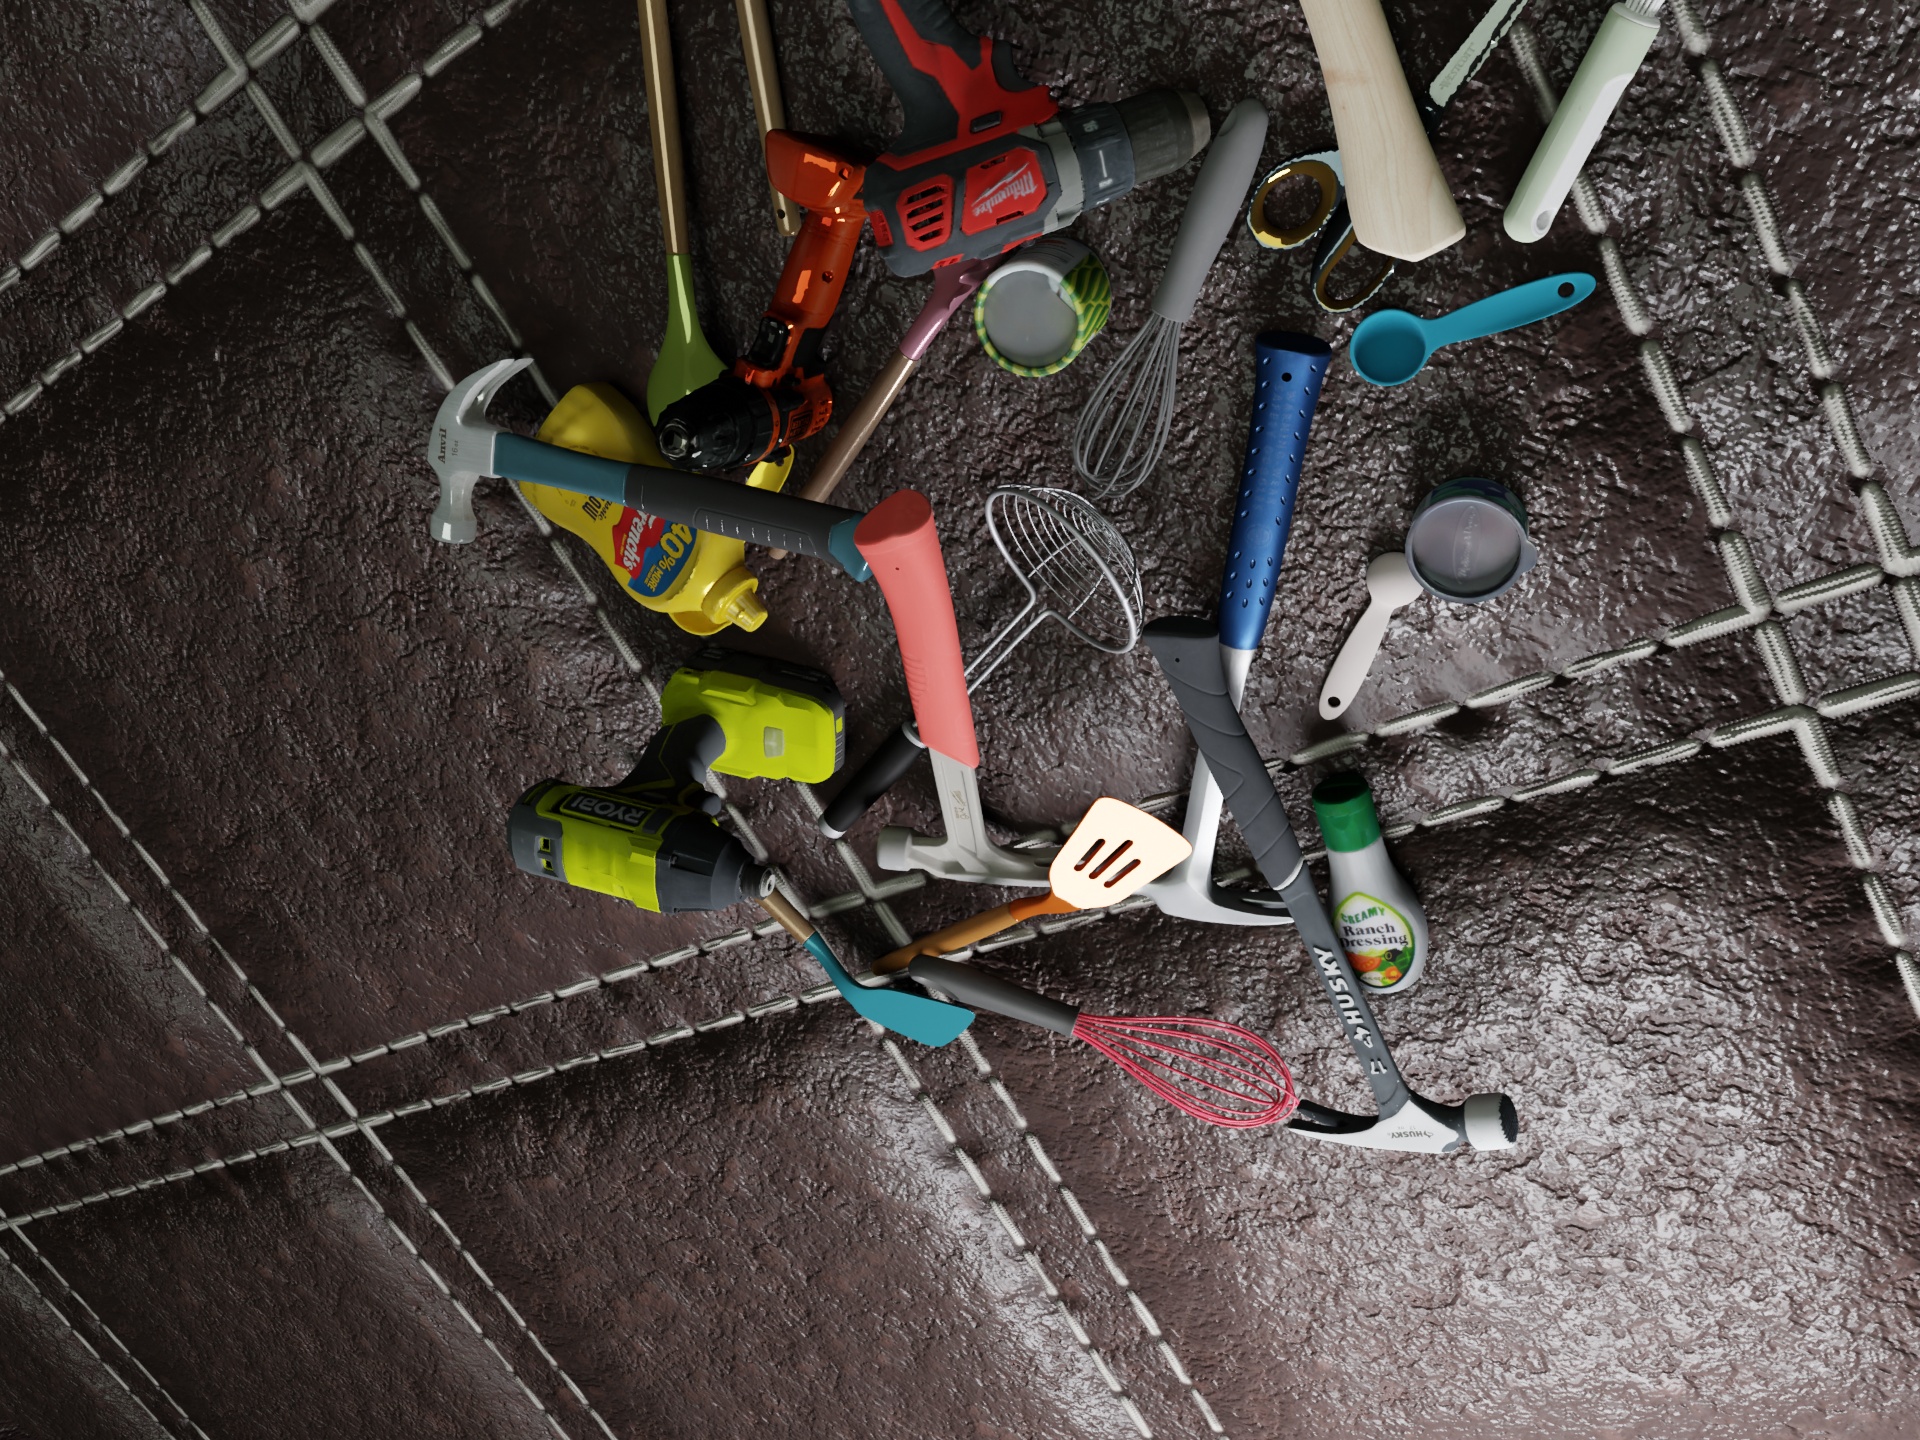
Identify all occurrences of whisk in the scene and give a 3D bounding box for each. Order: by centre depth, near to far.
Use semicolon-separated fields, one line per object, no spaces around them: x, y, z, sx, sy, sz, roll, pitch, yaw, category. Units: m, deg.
0.321;-0.337;0.744;0.059;0.057;0.246;51;138;32;whisk
0.118;-0.229;0.892;0.055;0.055;0.238;25;122;7;whisk
0.101;0.224;1.148;0.296;0.073;0.073;18;124;8;whisk

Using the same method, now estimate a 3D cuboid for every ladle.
-0.169;-0.314;0.969;0.078;0.062;0.320;5;114;17;ladle

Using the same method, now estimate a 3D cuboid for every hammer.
0.158;-0.419;0.756;0.146;0.038;0.410;-20;107;29;hammer
0.176;-0.038;0.987;0.144;0.035;0.405;15;123;14;hammer
-0.002;-0.003;0.991;0.149;0.037;0.358;3;143;10;hammer
-0.193;-0.142;0.993;0.331;0.033;0.128;16;110;19;hammer
0.213;0.113;1.013;0.149;0.036;0.408;-15;110;37;hammer

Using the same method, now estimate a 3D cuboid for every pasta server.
-0.051;-0.209;0.978;0.040;0.060;0.316;8;139;-35;pasta server

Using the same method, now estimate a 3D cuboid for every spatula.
0.028;0.132;1.122;0.081;0.041;0.322;30;145;-23;spatula
-0.127;0.141;1.213;0.317;0.044;0.082;44;144;5;spatula

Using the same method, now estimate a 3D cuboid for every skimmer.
-0.010;-0.016;1.042;0.127;0.090;0.363;47;127;4;skimmer

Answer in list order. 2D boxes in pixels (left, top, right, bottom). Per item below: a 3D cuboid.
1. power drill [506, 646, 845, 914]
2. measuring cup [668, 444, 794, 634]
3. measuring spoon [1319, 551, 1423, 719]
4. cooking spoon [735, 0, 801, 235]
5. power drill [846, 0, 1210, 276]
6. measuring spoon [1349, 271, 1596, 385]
-0.169;0.043;1.061;0.171;0.223;0.080;12;123;15;power drill
-0.149;-0.126;1.081;0.062;0.029;0.156;39;114;6;measuring cup
0.245;-0.046;0.964;0.034;0.018;0.124;24;126;8;measuring spoon
-0.123;-0.433;0.886;0.069;0.017;0.318;4;120;21;cooking spoon
0.017;-0.359;0.811;0.188;0.080;0.226;-21;108;-6;power drill
0.274;-0.217;0.856;0.128;0.021;0.042;-15;113;19;measuring spoon
